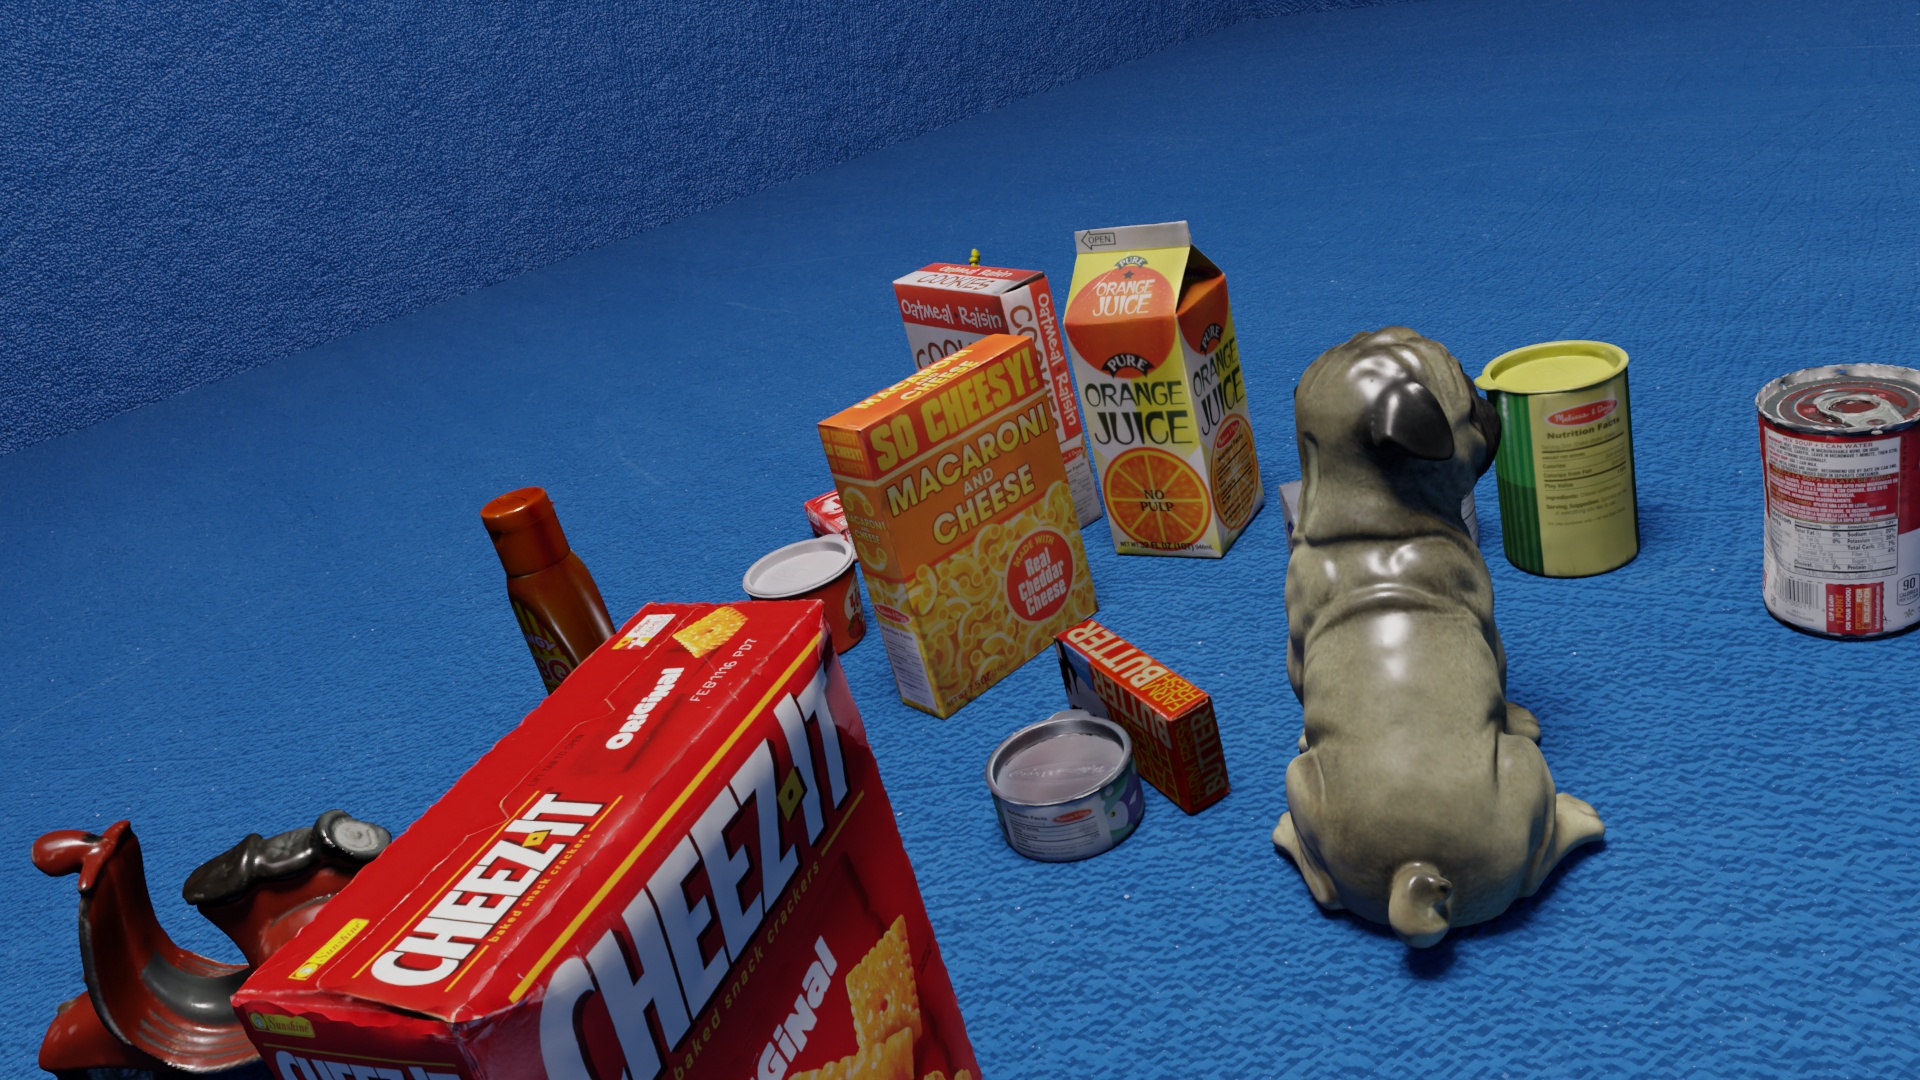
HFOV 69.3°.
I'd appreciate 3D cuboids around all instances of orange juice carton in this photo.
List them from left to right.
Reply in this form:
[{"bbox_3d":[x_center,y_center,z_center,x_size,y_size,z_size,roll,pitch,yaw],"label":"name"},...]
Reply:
[{"bbox_3d":[0.118,-0.091,0.811,0.072,0.192,0.073,2,29,35],"label":"orange juice carton"}]

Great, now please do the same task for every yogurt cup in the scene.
[{"bbox_3d":[-0.089,0.037,0.827,0.072,0.053,0.073,-13,24,6],"label":"yogurt cup"}]

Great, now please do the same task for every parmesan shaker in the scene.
[{"bbox_3d":[0.301,-0.040,0.700,0.071,0.102,0.071,-13,24,6],"label":"parmesan shaker"}]

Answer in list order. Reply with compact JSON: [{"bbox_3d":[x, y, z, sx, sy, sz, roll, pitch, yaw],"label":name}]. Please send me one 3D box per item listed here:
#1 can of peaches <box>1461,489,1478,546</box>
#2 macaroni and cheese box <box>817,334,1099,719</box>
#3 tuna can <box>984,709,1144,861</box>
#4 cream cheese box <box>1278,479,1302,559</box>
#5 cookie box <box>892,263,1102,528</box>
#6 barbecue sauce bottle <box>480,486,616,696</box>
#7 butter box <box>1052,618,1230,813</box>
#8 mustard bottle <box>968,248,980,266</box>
[{"bbox_3d":[0.241,-0.021,0.750,0.071,0.057,0.071,-13,24,6],"label":"can of peaches"},{"bbox_3d":[0.003,-0.009,0.733,0.124,0.165,0.040,-32,28,-33],"label":"macaroni and cheese box"},{"bbox_3d":[0.047,0.108,0.615,0.071,0.032,0.071,-13,24,6],"label":"tuna can"},{"bbox_3d":[0.187,0.012,0.715,0.024,0.053,0.104,-12,24,8],"label":"cream cheese box"},{"bbox_3d":[0.024,-0.094,0.905,0.040,0.166,0.123,-28,26,-27],"label":"cookie box"},{"bbox_3d":[-0.223,0.043,0.777,0.065,0.148,0.044,9,33,44],"label":"barbecue sauce bottle"},{"bbox_3d":[0.081,0.078,0.635,0.024,0.053,0.103,-24,25,-18],"label":"butter box"},{"bbox_3d":[0.025,-0.128,0.989,0.065,0.159,0.049,-15,23,1],"label":"mustard bottle"}]
